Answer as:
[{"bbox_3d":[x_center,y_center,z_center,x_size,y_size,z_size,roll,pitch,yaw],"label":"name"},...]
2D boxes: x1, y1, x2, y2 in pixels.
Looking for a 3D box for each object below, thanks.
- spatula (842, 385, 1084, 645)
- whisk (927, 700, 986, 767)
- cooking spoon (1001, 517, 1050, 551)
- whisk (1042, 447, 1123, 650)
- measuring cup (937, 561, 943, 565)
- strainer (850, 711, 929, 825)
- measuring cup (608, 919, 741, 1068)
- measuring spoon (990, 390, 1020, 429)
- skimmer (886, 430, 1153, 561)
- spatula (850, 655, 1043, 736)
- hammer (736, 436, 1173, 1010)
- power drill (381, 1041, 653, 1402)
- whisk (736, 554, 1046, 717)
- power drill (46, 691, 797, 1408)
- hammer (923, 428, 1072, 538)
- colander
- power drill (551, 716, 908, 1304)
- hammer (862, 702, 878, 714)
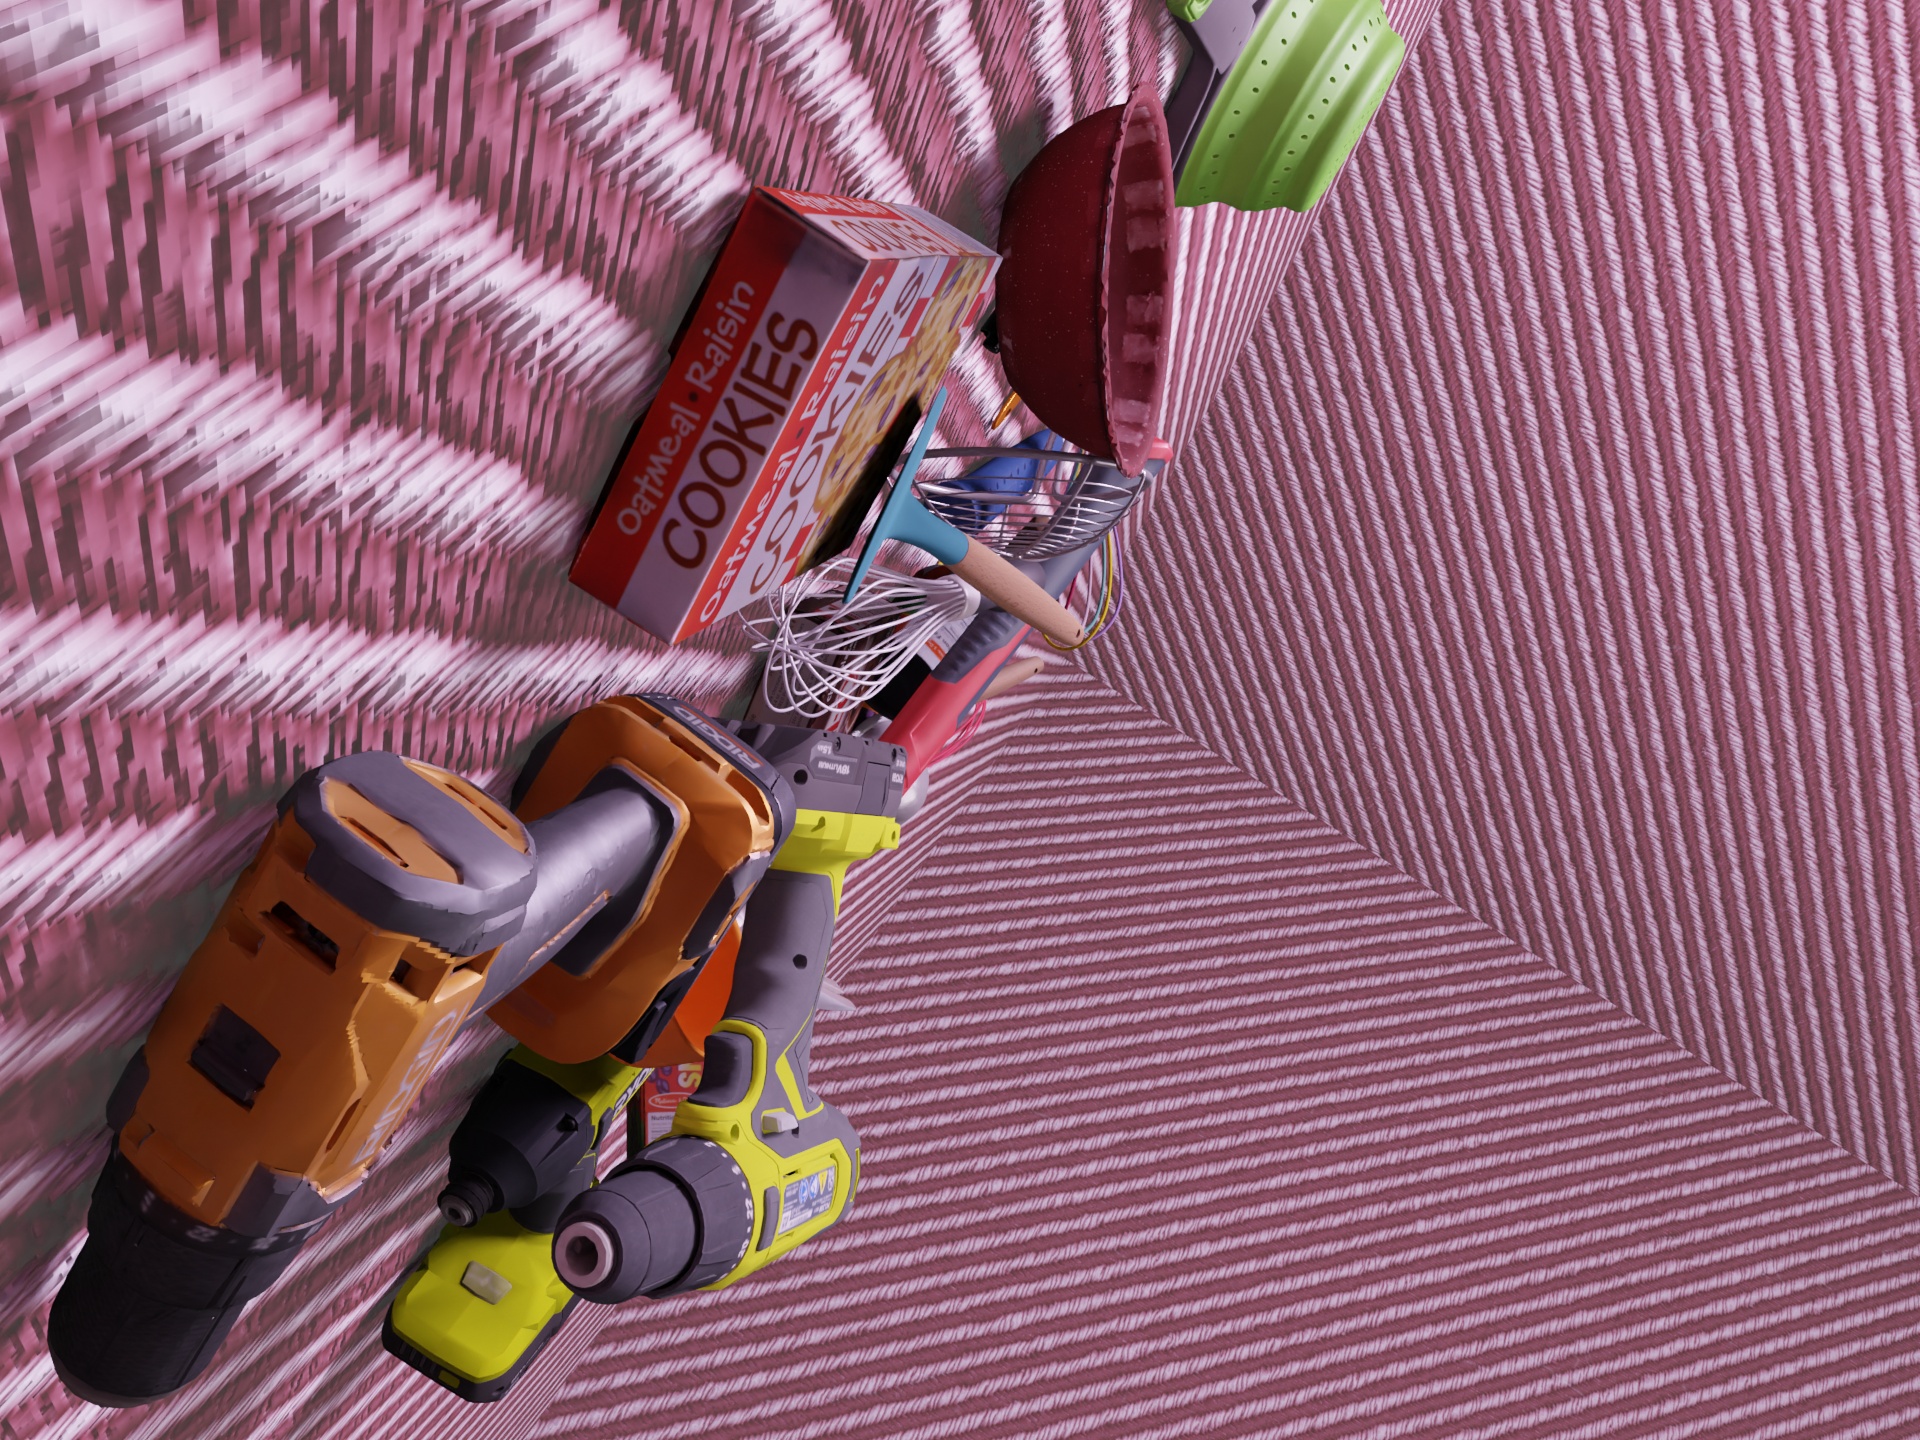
[{"bbox_3d":[0.014,-0.063,0.692,0.082,0.044,0.317,-66,158,1],"label":"spatula"},{"bbox_3d":[-0.070,0.046,1.227,0.296,0.073,0.073,-47,170,-33],"label":"whisk"},{"bbox_3d":[0.006,-0.075,1.071,0.319,0.017,0.069,137,-33,-69],"label":"cooking spoon"},{"bbox_3d":[0.076,-0.156,0.988,0.047,0.051,0.245,142,-42,-62],"label":"whisk"},{"bbox_3d":[-0.043,-0.046,1.115,0.062,0.029,0.156,-55,164,-66],"label":"measuring cup"},{"bbox_3d":[-0.083,0.095,0.987,0.258,0.050,0.086,-56,140,-9],"label":"strainer"},{"bbox_3d":[-0.139,0.086,0.762,0.174,0.052,0.095,-89,159,-45],"label":"measuring cup"},{"bbox_3d":[0.050,-0.214,0.980,0.117,0.011,0.021,-55,175,-32],"label":"measuring spoon"},{"bbox_3d":[0.057,-0.193,0.858,0.364,0.127,0.090,-70,157,-49],"label":"skimmer"},{"bbox_3d":[-0.027,-0.006,1.063,0.316,0.018,0.059,-23,134,-54],"label":"spatula"},{"bbox_3d":[-0.001,-0.003,0.916,0.386,0.038,0.143,-51,131,1],"label":"hammer"},{"bbox_3d":[-0.217,0.233,0.798,0.171,0.080,0.223,-53,170,-55],"label":"power drill"},{"bbox_3d":[-0.016,-0.055,0.743,0.070,0.070,0.284,-59,166,22],"label":"whisk"},{"bbox_3d":[-0.149,0.084,0.463,0.185,0.084,0.226,-56,172,15],"label":"power drill"},{"bbox_3d":[0.064,-0.181,1.074,0.405,0.035,0.144,-46,151,-59],"label":"hammer"},{"bbox_3d":[0.176,-0.351,0.863,0.204,0.094,0.397,-59,176,19],"label":"colander"},{"bbox_3d":[-0.092,0.116,0.649,0.190,0.080,0.228,16,81,-70],"label":"power drill"},{"bbox_3d":[-0.113,0.081,1.075,0.337,0.034,0.127,-60,170,8],"label":"hammer"}]
